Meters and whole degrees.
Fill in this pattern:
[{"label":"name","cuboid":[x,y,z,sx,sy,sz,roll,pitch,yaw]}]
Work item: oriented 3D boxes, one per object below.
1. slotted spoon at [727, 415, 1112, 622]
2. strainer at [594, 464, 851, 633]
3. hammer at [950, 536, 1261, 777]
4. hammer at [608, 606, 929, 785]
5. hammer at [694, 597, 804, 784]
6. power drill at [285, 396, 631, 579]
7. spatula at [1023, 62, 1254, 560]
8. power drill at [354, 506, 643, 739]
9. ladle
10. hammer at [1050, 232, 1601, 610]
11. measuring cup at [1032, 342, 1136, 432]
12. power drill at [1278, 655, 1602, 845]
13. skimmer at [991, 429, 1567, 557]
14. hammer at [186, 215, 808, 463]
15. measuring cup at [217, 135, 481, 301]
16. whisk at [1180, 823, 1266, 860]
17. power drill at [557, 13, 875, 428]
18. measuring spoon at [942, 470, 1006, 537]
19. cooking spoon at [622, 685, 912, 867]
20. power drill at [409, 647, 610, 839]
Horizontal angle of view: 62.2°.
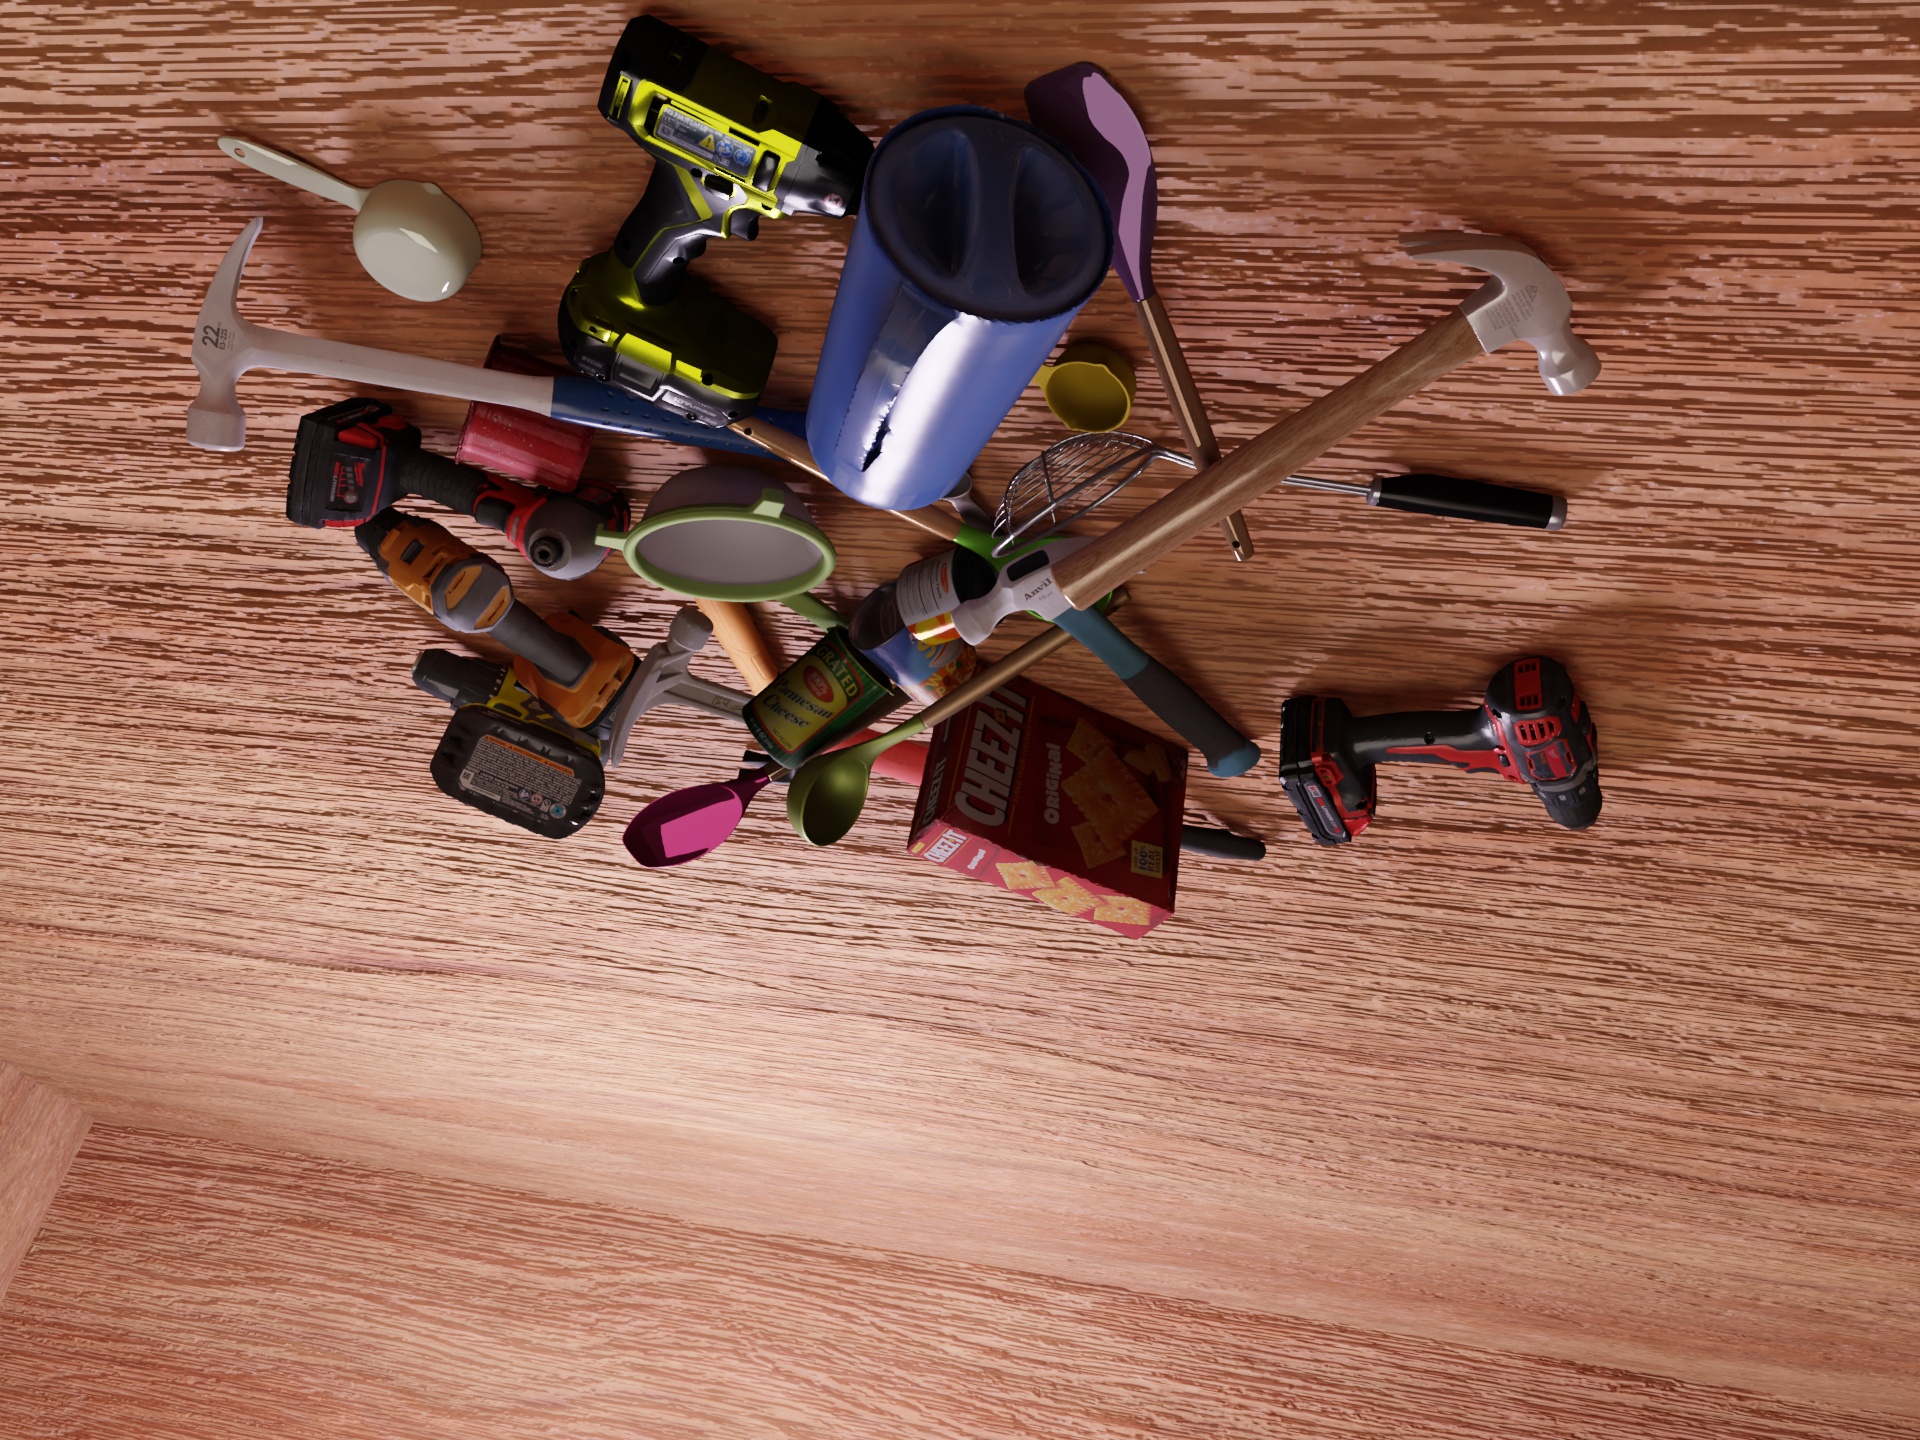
[{"label":"slotted spoon","cuboid":[-0.023,-0.145,1.109,0.313,0.031,0.070,23,121,-28]},{"label":"strainer","cuboid":[-0.143,-0.130,1.190,0.151,0.069,0.256,-8,161,22]},{"label":"hammer","cuboid":[0.137,-0.035,1.208,0.128,0.033,0.330,-35,137,18]},{"label":"hammer","cuboid":[-0.110,0.023,1.348,0.358,0.037,0.149,19,116,-30]},{"label":"hammer","cuboid":[-0.180,-0.046,1.350,0.127,0.034,0.336,1,145,17]},{"label":"power drill","cuboid":[-0.358,-0.159,1.146,0.219,0.143,0.078,16,110,-3]},{"label":"spatula","cuboid":[0.117,-0.224,0.920,0.060,0.018,0.315,-7,126,30]},{"label":"power drill","cuboid":[-0.374,-0.087,1.277,0.185,0.084,0.226,29,171,40]},{"label":"ladle","cuboid":[-0.002,-0.004,1.221,0.320,0.062,0.078,-32,151,15]},{"label":"hammer","cuboid":[0.195,-0.164,0.930,0.331,0.031,0.130,-32,120,19]},{"label":"measuring cup","cuboid":[0.040,-0.235,1.002,0.156,0.029,0.062,28,146,-1]},{"label":"power drill","cuboid":[0.380,0.037,1.239,0.227,0.080,0.187,-11,141,28]},{"label":"skimmer","cuboid":[0.204,-0.128,1.036,0.363,0.090,0.127,8,180,4]},{"label":"hammer","cuboid":[-0.275,-0.217,1.030,0.405,0.035,0.144,7,106,-18]},{"label":"measuring cup","cuboid":[-0.390,-0.319,1.005,0.167,0.038,0.083,22,146,-16]},{"label":"whisk","cuboid":[0.138,0.091,1.402,0.295,0.073,0.073,11,149,-18]},{"label":"power drill","cuboid":[-0.143,-0.283,0.942,0.171,0.080,0.223,22,143,-13]},{"label":"measuring spoon","cuboid":[0.012,-0.151,1.145,0.034,0.018,0.124,-15,145,23]},{"label":"cooking spoon","cuboid":[-0.136,0.031,1.310,0.319,0.017,0.068,-30,120,4]},{"label":"power drill","cuboid":[-0.389,0.009,1.375,0.190,0.080,0.229,25,-171,-18]}]
